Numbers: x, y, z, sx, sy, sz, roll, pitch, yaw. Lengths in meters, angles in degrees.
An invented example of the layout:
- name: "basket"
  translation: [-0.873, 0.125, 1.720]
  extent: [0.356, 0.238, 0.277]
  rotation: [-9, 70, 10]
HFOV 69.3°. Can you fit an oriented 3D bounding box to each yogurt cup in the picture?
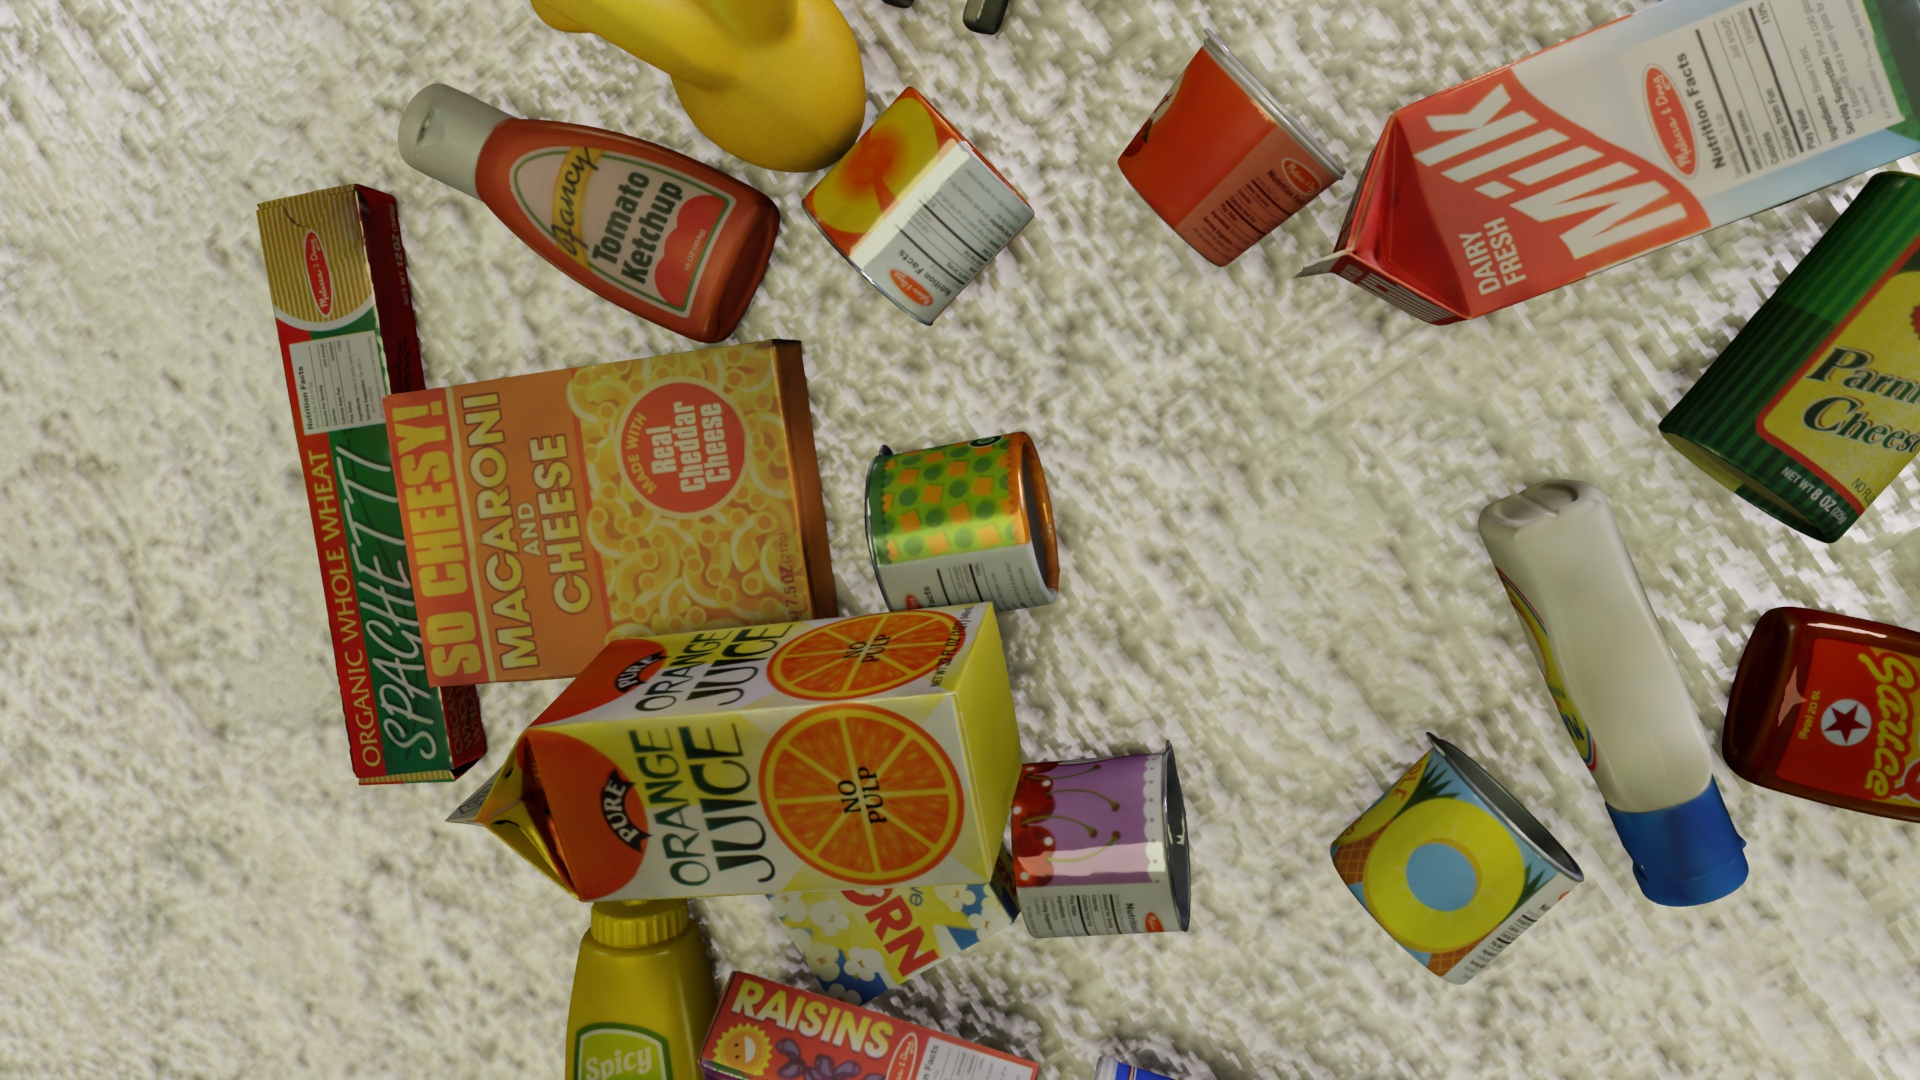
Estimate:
- name: "yogurt cup"
  translation: [0.093, -0.134, 0.488]
  extent: [0.072, 0.072, 0.053]
  rotation: [47, 111, 3]

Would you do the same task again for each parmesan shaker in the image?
- name: "parmesan shaker"
  translation: [0.293, -0.057, 0.453]
  extent: [0.071, 0.071, 0.103]
  rotation: [37, 103, 6]

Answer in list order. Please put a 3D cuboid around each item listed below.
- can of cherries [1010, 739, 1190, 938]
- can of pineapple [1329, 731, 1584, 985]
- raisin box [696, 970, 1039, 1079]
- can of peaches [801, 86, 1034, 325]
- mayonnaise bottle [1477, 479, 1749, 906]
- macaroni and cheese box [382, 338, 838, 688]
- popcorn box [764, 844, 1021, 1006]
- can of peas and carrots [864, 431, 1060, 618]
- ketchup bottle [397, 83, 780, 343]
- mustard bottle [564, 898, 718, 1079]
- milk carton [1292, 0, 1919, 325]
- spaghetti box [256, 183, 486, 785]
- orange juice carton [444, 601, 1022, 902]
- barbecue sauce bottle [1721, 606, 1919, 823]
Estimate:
- name: "can of cherries"
  translation: [0.054, 0.112, 0.523]
  extent: [0.058, 0.071, 0.071]
  rotation: [-7, 95, 14]
- name: "can of pineapple"
  translation: [0.174, 0.113, 0.496]
  extent: [0.071, 0.071, 0.057]
  rotation: [43, 103, 4]
- name: "raisin box"
  translation: [-0.034, 0.216, 0.542]
  extent: [0.123, 0.085, 0.040]
  rotation: [14, 56, 10]
- name: "can of peaches"
  translation: [-0.016, -0.124, 0.510]
  extent: [0.058, 0.071, 0.071]
  rotation: [-44, 86, 14]
- name: "mayonnaise bottle"
  translation: [0.227, 0.053, 0.482]
  extent: [0.041, 0.065, 0.148]
  rotation: [-23, 95, 12]
- name: "macaroni and cheese box"
  translation: [-0.140, -0.009, 0.562]
  extent: [0.166, 0.040, 0.123]
  rotation: [-6, 95, 12]
- name: "popcorn box"
  translation: [-0.042, 0.112, 0.555]
  extent: [0.085, 0.038, 0.126]
  rotation: [-32, 89, 13]
- name: "can of peas and carrots"
  translation: [0.002, -0.007, 0.520]
  extent: [0.059, 0.071, 0.071]
  rotation: [-9, 95, 12]
- name: "ketchup bottle"
  translation: [-0.149, -0.135, 0.548]
  extent: [0.149, 0.043, 0.064]
  rotation: [26, 97, 9]
- name: "mustard bottle"
  translation: [-0.133, 0.197, 0.578]
  extent: [0.065, 0.049, 0.160]
  rotation: [-1, 96, 10]
- name: "milk carton"
  translation: [0.204, -0.124, 0.460]
  extent: [0.190, 0.072, 0.073]
  rotation: [-20, 92, 12]
- name: "spaghetti box"
  translation: [-0.249, -0.021, 0.589]
  extent: [0.050, 0.029, 0.249]
  rotation: [-7, 95, 13]
- name: "orange juice carton"
  translation: [-0.081, 0.076, 0.494]
  extent: [0.192, 0.072, 0.072]
  rotation: [-6, 110, 14]
- name: "barbecue sauce bottle"
  translation: [0.344, 0.069, 0.467]
  extent: [0.148, 0.044, 0.064]
  rotation: [14, 99, 10]
